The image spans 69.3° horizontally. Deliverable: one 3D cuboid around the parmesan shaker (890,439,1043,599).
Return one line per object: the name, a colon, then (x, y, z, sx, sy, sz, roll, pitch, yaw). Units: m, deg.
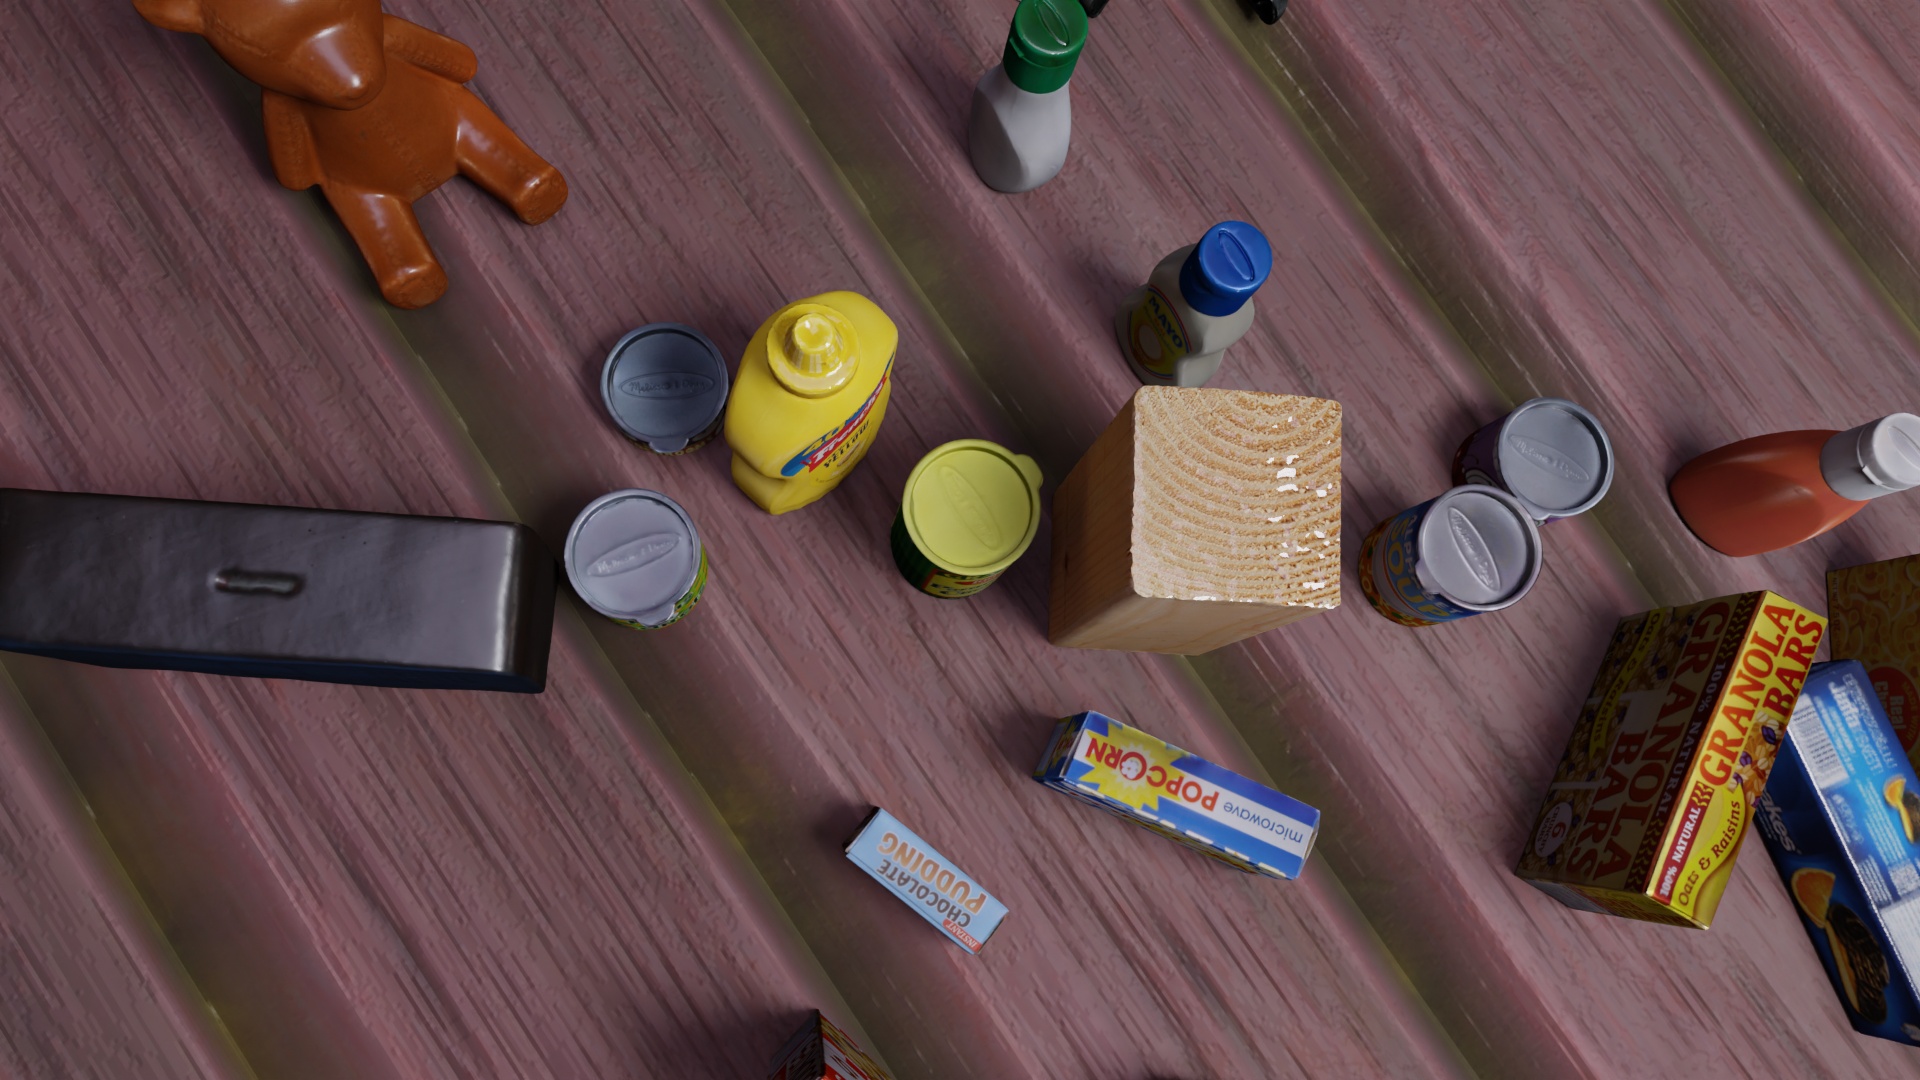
parmesan shaker: (0.003, -0.009, 0.709, 0.071, 0.103, 0.071, 1, 80, -6)

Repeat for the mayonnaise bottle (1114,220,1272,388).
mayonnaise bottle: (0.121, -0.121, 0.720, 0.041, 0.148, 0.065, -30, 84, -10)

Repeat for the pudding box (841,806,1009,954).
pudding box: (-0.019, 0.171, 0.701, 0.084, 0.049, 0.030, 38, 78, 2)

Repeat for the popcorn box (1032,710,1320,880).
popcorn box: (0.107, 0.129, 0.704, 0.127, 0.085, 0.038, 24, 79, -2)

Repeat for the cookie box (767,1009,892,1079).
cookie box: (-0.031, 0.278, 0.620, 0.123, 0.167, 0.040, 43, 79, 2)

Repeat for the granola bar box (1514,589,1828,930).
granola bar box: (0.361, 0.111, 0.716, 0.039, 0.124, 0.166, 29, 78, -1)

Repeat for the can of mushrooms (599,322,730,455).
can of mushrooms: (-0.156, -0.078, 0.740, 0.071, 0.033, 0.071, 1, 80, -6)

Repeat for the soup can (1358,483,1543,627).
soup can: (0.257, 0.011, 0.743, 0.071, 0.083, 0.071, 1, 80, -6)

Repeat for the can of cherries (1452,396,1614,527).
can of cherries: (0.315, -0.038, 0.772, 0.071, 0.058, 0.071, 1, 80, -6)

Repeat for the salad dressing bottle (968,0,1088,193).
salad dressing bottle: (0.036, -0.234, 0.732, 0.044, 0.147, 0.064, -29, 84, -10)

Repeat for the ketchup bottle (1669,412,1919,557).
ketchup bottle: (0.447, -0.031, 0.739, 0.043, 0.148, 0.065, -41, 86, -11)

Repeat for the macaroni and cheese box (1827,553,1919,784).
macaroni and cheese box: (0.528, 0.066, 0.721, 0.040, 0.166, 0.124, 4, 80, -5)

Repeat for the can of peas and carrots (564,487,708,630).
can of peas and carrots: (-0.163, 0.013, 0.710, 0.071, 0.058, 0.071, 1, 80, -6)
